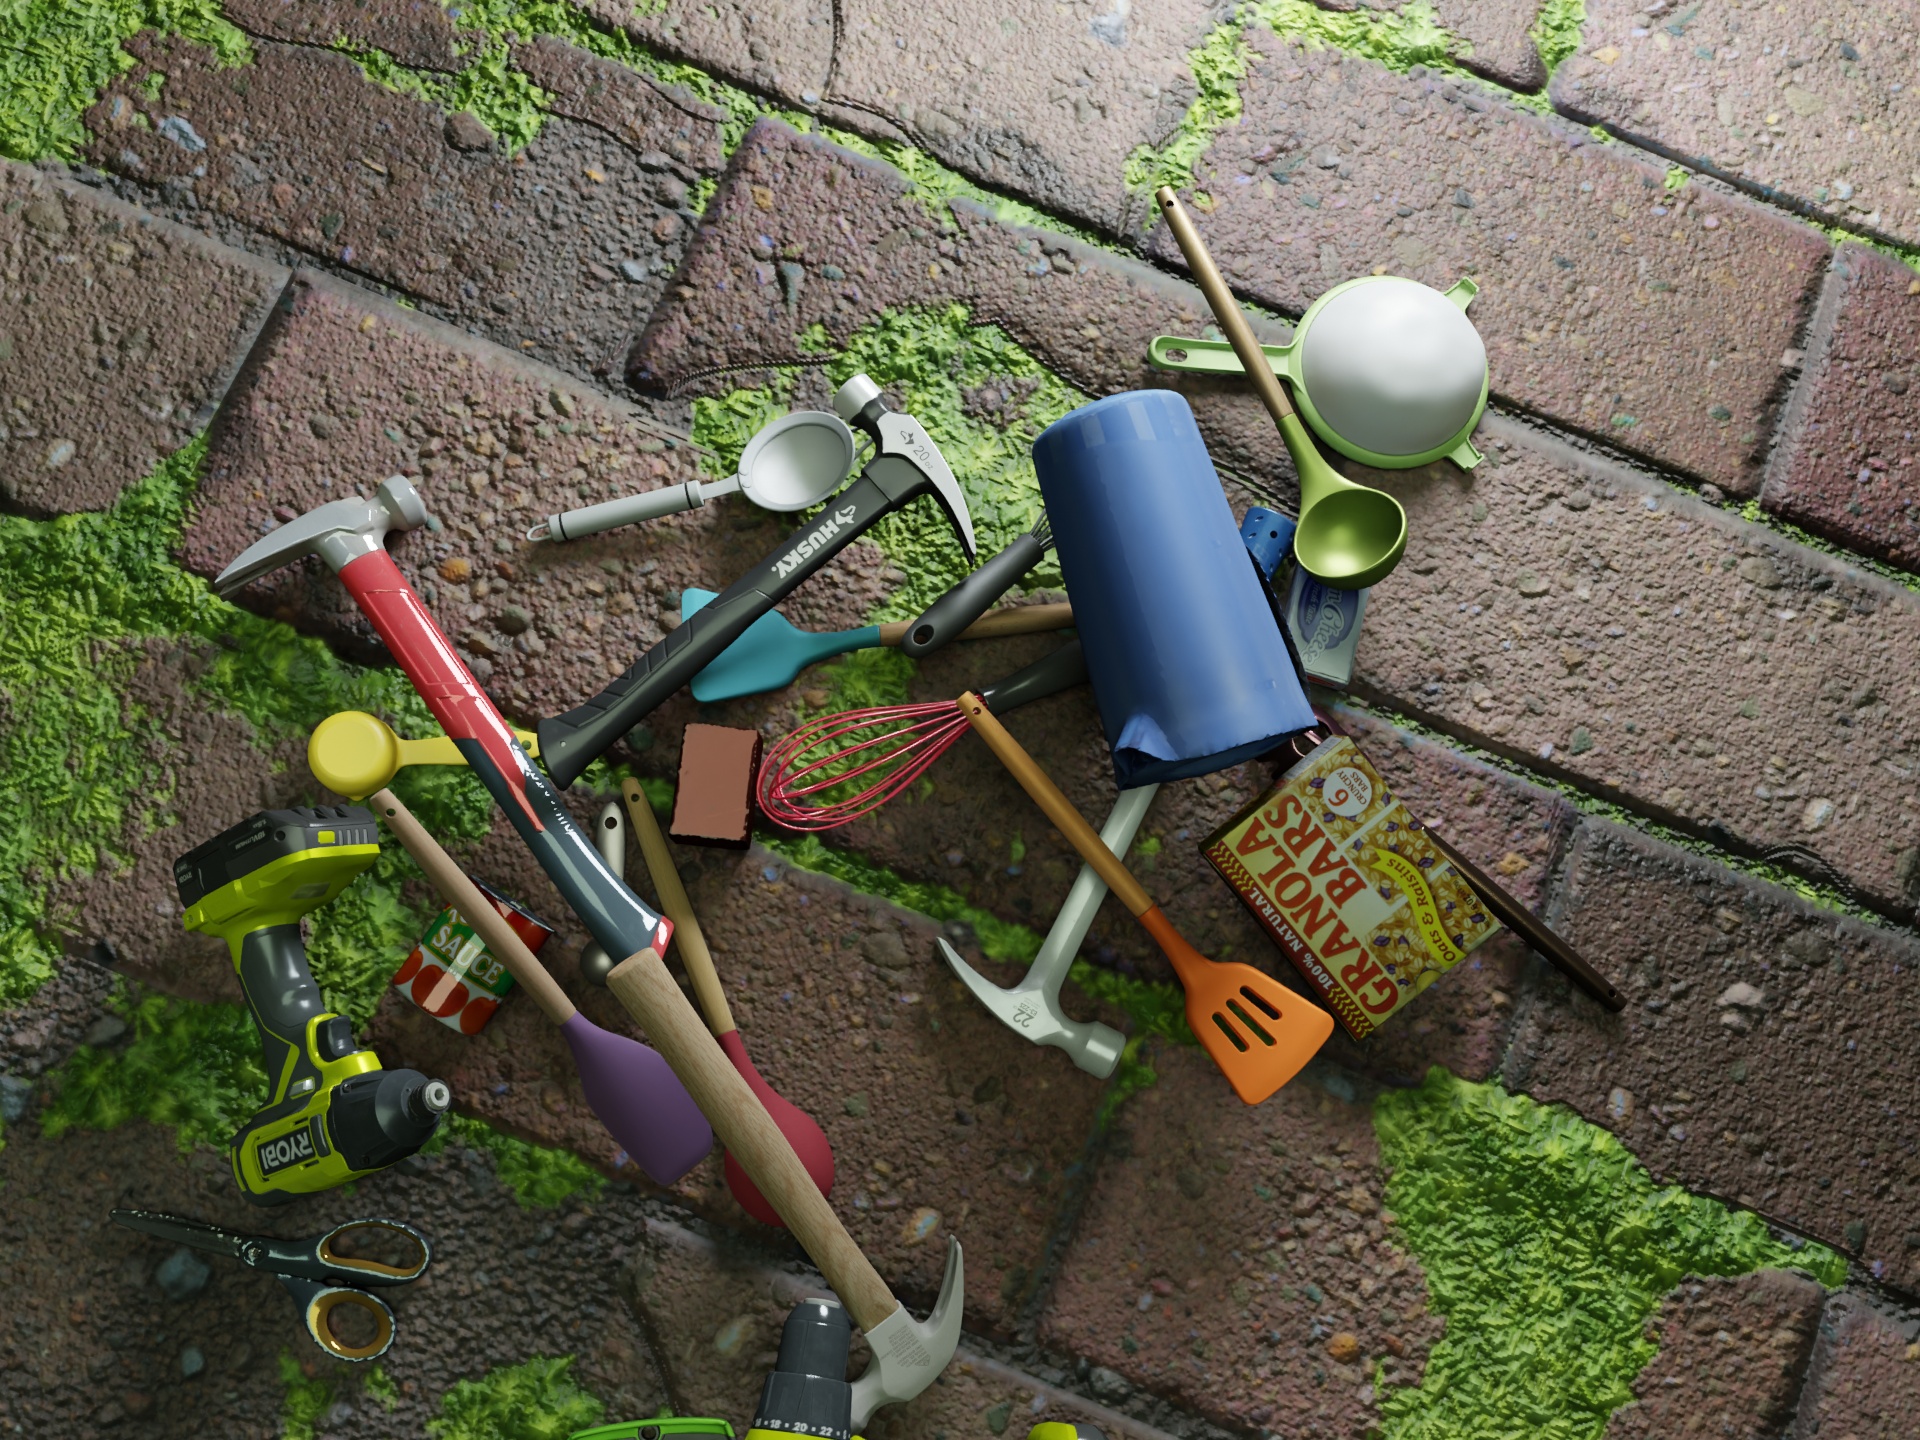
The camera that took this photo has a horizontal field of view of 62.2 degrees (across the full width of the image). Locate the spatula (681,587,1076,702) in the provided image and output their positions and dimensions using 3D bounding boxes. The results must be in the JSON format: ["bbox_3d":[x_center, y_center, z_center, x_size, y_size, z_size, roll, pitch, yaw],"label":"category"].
[{"bbox_3d":[-0.030,-0.063,1.098,0.317,0.044,0.082,-7,73,-6],"label":"spatula"}]

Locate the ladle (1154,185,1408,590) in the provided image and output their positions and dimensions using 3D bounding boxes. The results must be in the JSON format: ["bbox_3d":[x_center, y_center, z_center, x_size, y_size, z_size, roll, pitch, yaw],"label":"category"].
[{"bbox_3d":[0.213,-0.235,1.105,0.078,0.062,0.320,-28,85,10],"label":"ladle"}]

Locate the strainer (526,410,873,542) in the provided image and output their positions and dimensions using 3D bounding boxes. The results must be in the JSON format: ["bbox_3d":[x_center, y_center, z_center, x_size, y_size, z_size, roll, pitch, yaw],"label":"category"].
[{"bbox_3d":[-0.177,-0.159,1.110,0.258,0.050,0.087,-14,58,0],"label":"strainer"}]

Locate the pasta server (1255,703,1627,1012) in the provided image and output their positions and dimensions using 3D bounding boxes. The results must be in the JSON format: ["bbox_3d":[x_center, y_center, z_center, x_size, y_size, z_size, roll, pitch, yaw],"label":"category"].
[{"bbox_3d":[0.333,0.095,1.102,0.316,0.040,0.060,40,79,0],"label":"pasta server"}]

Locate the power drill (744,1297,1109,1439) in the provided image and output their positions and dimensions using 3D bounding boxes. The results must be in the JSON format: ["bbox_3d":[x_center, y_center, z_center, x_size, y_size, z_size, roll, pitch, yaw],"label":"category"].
[{"bbox_3d":[-0.023,0.460,0.946,0.228,0.080,0.191,17,61,-15],"label":"power drill"}]

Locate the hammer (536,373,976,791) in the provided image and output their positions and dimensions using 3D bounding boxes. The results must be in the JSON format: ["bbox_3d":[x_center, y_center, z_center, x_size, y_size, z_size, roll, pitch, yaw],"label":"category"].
[{"bbox_3d":[-0.139,-0.072,1.044,0.335,0.035,0.146,-41,84,-8],"label":"hammer"}]

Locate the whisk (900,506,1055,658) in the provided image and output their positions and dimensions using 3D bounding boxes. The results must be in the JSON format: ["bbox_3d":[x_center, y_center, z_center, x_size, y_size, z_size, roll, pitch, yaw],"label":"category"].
[{"bbox_3d":[0.047,-0.122,1.098,0.239,0.055,0.055,-41,84,-17],"label":"whisk"}]

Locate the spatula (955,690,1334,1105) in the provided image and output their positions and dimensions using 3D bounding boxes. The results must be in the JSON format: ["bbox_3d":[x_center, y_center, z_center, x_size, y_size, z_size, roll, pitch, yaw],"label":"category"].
[{"bbox_3d":[0.107,0.104,1.036,0.081,0.041,0.322,-40,88,-12],"label":"spatula"}]

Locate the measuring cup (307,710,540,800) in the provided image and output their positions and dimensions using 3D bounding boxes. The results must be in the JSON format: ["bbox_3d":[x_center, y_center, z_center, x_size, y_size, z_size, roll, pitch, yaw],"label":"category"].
[{"bbox_3d":[-0.358,0.019,1.067,0.156,0.029,0.062,-3,79,-5],"label":"measuring cup"}]

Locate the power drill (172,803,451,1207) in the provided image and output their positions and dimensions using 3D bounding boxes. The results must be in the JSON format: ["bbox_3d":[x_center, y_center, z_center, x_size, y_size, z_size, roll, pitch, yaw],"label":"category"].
[{"bbox_3d":[-0.397,0.172,0.982,0.171,0.080,0.223,-25,78,28],"label":"power drill"}]

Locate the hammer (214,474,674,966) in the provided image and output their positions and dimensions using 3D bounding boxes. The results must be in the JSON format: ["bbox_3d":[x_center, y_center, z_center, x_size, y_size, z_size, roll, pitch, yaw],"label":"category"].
[{"bbox_3d":[-0.326,0.021,1.046,0.143,0.038,0.386,-34,82,-23],"label":"hammer"}]

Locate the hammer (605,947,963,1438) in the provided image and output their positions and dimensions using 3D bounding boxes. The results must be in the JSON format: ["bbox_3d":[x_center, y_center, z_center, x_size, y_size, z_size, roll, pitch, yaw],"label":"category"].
[{"bbox_3d":[-0.112,0.283,0.997,0.130,0.031,0.331,-35,96,-12],"label":"hammer"}]

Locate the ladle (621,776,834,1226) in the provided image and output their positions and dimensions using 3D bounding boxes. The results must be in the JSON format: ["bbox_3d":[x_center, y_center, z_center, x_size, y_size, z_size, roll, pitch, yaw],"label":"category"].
[{"bbox_3d":[-0.163,0.182,1.051,0.069,0.031,0.315,-22,79,-10],"label":"ladle"}]

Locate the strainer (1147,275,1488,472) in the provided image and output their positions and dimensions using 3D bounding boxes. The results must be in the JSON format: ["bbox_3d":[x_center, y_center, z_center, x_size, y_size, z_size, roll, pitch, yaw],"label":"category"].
[{"bbox_3d":[0.266,-0.266,1.144,0.256,0.069,0.151,3,79,-5],"label":"strainer"}]

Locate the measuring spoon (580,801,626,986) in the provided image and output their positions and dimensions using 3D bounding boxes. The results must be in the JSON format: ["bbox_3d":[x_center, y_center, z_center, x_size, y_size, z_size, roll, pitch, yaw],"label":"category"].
[{"bbox_3d":[-0.236,0.115,1.062,0.034,0.018,0.124,0,78,-4],"label":"measuring spoon"}]

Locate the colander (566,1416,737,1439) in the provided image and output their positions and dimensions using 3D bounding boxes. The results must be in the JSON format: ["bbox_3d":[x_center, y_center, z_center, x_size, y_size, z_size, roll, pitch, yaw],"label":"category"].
[{"bbox_3d":[-0.179,0.627,0.926,0.204,0.094,0.397,-4,79,-4],"label":"colander"}]

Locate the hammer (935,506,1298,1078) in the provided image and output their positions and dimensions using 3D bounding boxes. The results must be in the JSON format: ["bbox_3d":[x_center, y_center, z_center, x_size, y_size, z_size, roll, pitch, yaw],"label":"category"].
[{"bbox_3d":[0.125,0.030,1.094,0.144,0.035,0.405,28,78,2],"label":"hammer"}]

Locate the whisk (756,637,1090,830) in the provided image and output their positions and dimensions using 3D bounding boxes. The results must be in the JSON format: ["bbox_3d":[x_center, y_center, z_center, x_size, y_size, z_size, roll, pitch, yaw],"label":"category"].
[{"bbox_3d":[-0.002,-0.003,1.083,0.296,0.073,0.073,-24,81,-14],"label":"whisk"}]

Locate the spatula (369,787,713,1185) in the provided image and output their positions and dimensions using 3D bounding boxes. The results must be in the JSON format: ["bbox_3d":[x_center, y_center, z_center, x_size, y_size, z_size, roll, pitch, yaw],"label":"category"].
[{"bbox_3d":[-0.261,0.166,0.999,0.060,0.018,0.315,-39,106,-10],"label":"spatula"}]
